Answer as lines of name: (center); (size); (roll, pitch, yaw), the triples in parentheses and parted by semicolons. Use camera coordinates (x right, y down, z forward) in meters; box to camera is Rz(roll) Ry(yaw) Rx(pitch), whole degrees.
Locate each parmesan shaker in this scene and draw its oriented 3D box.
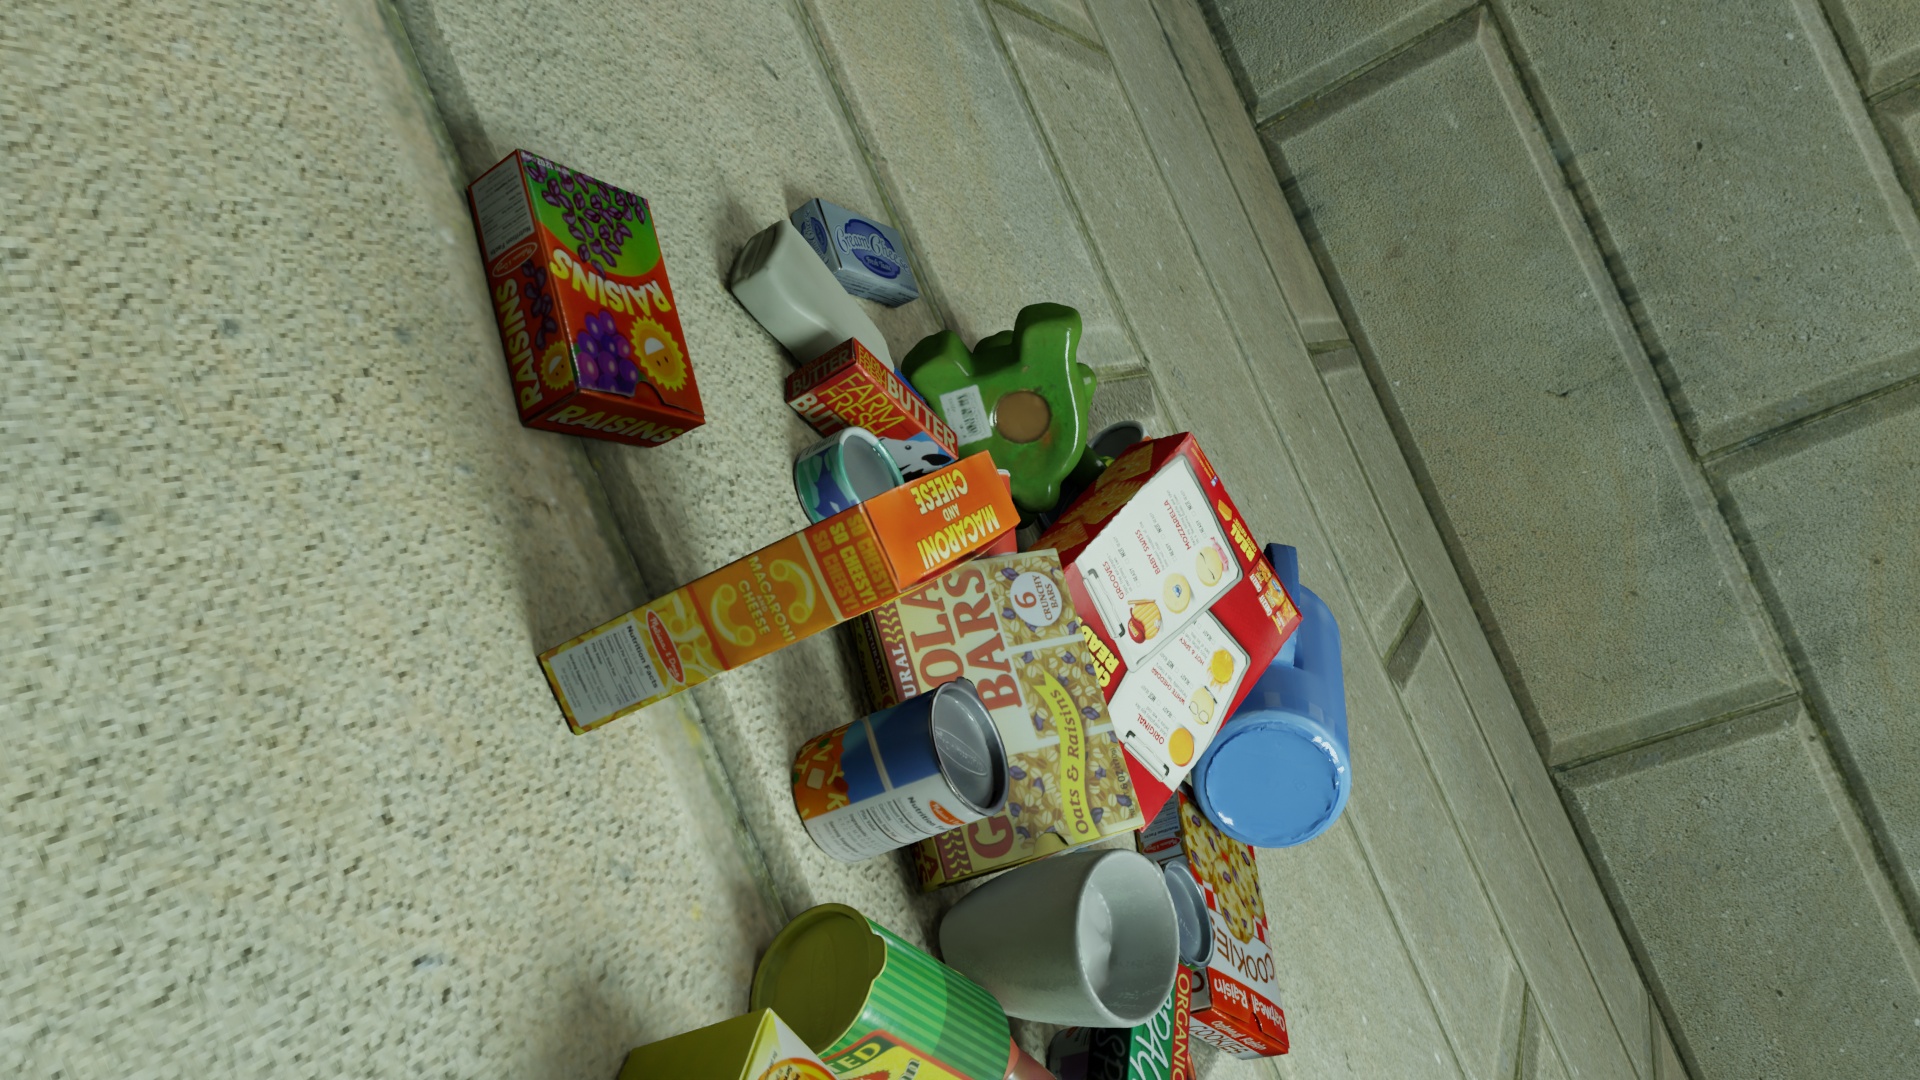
parmesan shaker: (-0.030, 0.207, 0.602); (0.103, 0.071, 0.072); (43, 33, -38)

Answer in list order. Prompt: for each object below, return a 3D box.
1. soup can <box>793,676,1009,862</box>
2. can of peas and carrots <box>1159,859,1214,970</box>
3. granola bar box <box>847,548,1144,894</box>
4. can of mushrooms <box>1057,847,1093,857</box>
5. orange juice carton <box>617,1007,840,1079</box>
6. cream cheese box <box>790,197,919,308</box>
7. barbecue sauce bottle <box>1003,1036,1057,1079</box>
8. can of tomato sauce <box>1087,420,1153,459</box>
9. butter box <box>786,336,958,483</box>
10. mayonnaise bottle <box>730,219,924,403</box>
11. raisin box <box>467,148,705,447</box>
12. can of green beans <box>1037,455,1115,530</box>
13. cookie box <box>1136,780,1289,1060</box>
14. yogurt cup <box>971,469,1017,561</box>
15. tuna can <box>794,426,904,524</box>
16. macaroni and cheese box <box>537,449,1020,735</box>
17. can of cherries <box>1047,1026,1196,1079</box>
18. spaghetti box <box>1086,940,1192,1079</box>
soup can: (-0.028, 0.111, 0.674); (0.071, 0.083, 0.072); (44, 33, -38)
can of peas and carrots: (0.116, 0.240, 0.862); (0.071, 0.058, 0.071); (42, 35, -38)
granola bar box: (0.017, 0.093, 0.757); (0.124, 0.039, 0.166); (-9, 72, -27)
can of mushrooms: (0.069, 0.220, 0.820); (0.071, 0.033, 0.071); (44, 32, -37)
orange juice carton: (-0.050, 0.267, 0.513); (0.192, 0.071, 0.073); (53, 28, -22)
cream cheese box: (-0.068, -0.191, 0.929); (0.104, 0.024, 0.053); (2, 66, -62)
barbecue sauce bottle: (0.031, 0.288, 0.680); (0.148, 0.043, 0.065); (59, 30, -10)
can of tomato sauce: (0.147, -0.051, 1.165); (0.083, 0.071, 0.071); (48, 31, -30)
butter box: (-0.051, -0.072, 0.826); (0.103, 0.053, 0.024); (42, 32, -39)
mayonnaise bottle: (-0.076, -0.120, 0.837); (0.147, 0.041, 0.065); (49, 31, -32)
raisin box: (-0.172, -0.110, 0.648); (0.086, 0.040, 0.123); (9, 60, -61)
can of green beans: (0.097, -0.032, 1.053); (0.058, 0.071, 0.071); (-3, 71, -63)
cookie box: (0.175, 0.264, 0.972); (0.122, 0.040, 0.168); (39, 36, -42)
yogurt cup: (0.003, -0.011, 0.865); (0.072, 0.072, 0.054); (-3, 78, -63)
tuna can: (-0.060, -0.028, 0.793); (0.071, 0.032, 0.071); (43, 33, -37)
macaroni and cheese box: (-0.071, 0.020, 0.579); (0.040, 0.166, 0.124); (65, 26, -2)
can of cherries: (0.091, 0.299, 0.764); (0.071, 0.058, 0.072); (43, 33, -37)
spaghetti box: (0.079, 0.317, 0.661); (0.050, 0.028, 0.251); (37, 47, -32)
